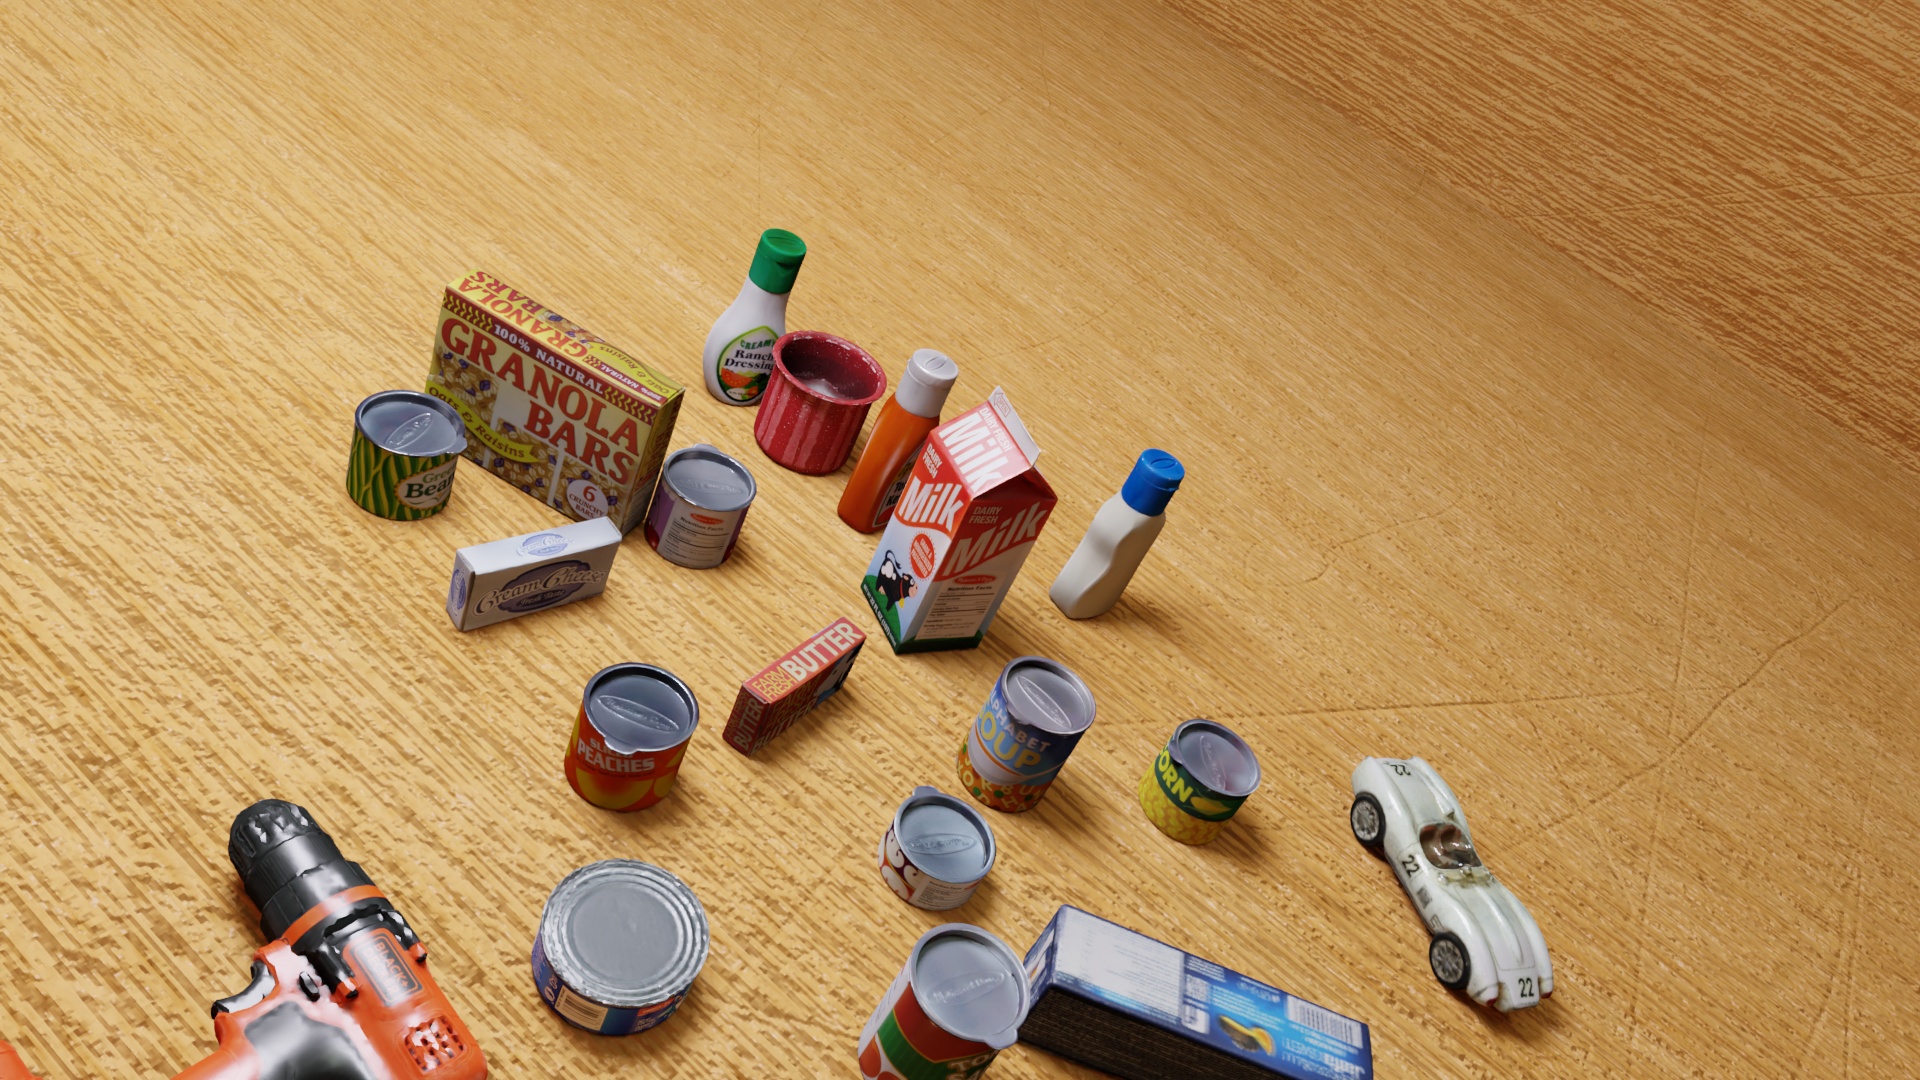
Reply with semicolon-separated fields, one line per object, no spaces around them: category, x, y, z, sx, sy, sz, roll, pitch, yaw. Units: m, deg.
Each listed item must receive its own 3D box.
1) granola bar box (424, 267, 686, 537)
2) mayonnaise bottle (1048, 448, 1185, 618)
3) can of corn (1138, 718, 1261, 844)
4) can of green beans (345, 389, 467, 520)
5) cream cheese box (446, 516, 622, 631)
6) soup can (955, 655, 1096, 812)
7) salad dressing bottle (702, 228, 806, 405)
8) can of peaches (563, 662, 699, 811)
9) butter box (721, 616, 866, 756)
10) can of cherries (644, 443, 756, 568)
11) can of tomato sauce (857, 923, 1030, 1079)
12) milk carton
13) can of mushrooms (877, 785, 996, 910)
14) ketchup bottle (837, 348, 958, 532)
granola bar box;-0.280;-0.089;0.941;0.165;0.123;0.039;30;36;4
mayonnaise bottle;0.123;-0.004;1.068;0.065;0.147;0.041;-13;52;-42
can of corn;0.162;0.166;0.957;0.071;0.058;0.071;17;37;-13
can of green beans;-0.362;-0.055;0.904;0.071;0.057;0.071;17;37;-13
cream cheese box;-0.267;0.020;0.873;0.104;0.053;0.024;-16;54;-43
soup can;0.039;0.128;0.907;0.071;0.083;0.072;17;37;-13
salad dressing bottle;-0.162;-0.176;1.102;0.064;0.146;0.044;3;42;-30
can of peaches;-0.191;0.115;0.800;0.071;0.057;0.071;17;37;-13
butter box;-0.105;0.092;0.887;0.024;0.052;0.104;38;37;15
can of cherries;-0.183;-0.024;0.977;0.071;0.058;0.072;17;37;-13
can of tomato sauce;-0.008;0.253;0.724;0.071;0.082;0.071;17;37;-13
milk carton;0.003;-0.012;0.966;0.073;0.189;0.072;-1;44;-33
can of mushrooms;-0.015;0.187;0.843;0.071;0.033;0.071;17;37;-13
ketchup bottle;-0.046;-0.076;1.050;0.043;0.148;0.065;35;37;11
